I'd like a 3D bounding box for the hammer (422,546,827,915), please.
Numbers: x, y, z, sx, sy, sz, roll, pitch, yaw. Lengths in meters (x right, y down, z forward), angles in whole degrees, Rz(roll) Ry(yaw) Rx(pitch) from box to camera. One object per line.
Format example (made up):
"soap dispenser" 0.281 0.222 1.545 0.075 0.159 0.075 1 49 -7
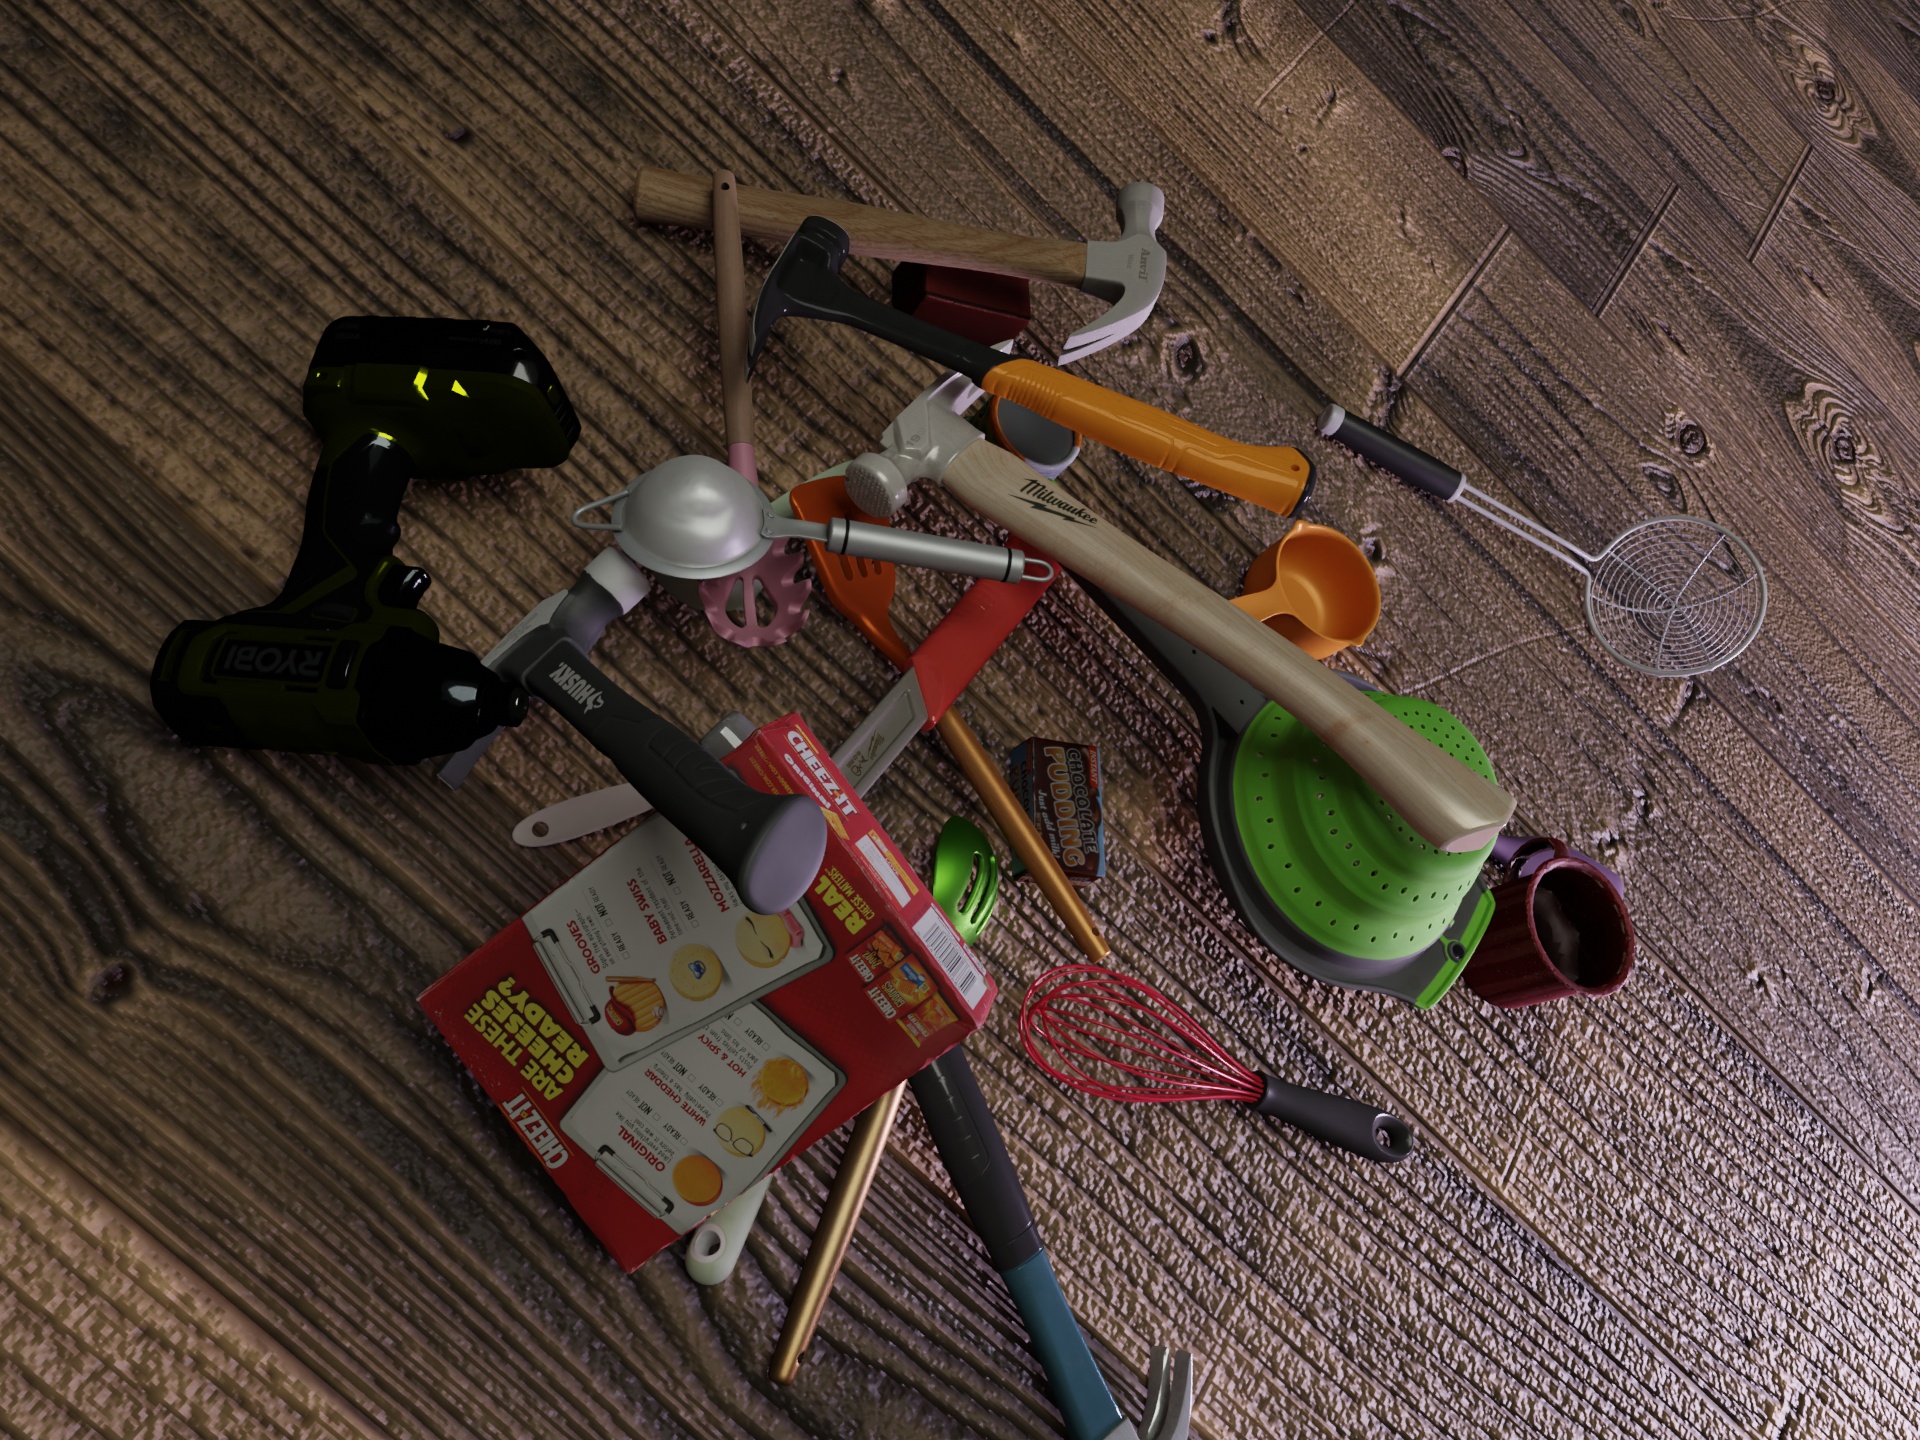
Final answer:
"hammer" -0.149 0.011 0.703 0.146 0.335 0.035 -45 123 -11

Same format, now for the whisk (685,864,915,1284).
"whisk" -0.083 0.172 0.826 0.058 0.059 0.246 13 62 20

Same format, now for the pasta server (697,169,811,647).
"pasta server" -0.125 -0.182 0.900 0.060 0.040 0.316 -1 71 -14

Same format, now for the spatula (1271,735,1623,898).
"spatula" 0.343 0.075 1.103 0.315 0.018 0.060 26 64 -18

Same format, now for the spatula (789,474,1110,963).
"spatula" -0.001 -0.003 0.922 0.081 0.041 0.323 -18 70 -49

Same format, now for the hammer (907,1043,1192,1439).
"hammer" 0.024 0.266 0.822 0.128 0.033 0.331 -25 93 -34

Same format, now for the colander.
"colander" 0.194 -0.008 0.944 0.397 0.094 0.204 46 57 -3

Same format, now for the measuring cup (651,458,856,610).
"measuring cup" -0.107 -0.125 0.933 0.167 0.038 0.083 -33 88 -31

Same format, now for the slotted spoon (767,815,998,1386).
"slotted spoon" -0.036 0.192 0.844 0.070 0.031 0.314 55 49 -50

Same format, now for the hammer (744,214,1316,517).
"hammer" 0.045 -0.187 0.915 0.337 0.034 0.127 21 51 -3

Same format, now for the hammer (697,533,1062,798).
"hammer" 0.000 -0.027 0.898 0.149 0.036 0.359 46 42 -6

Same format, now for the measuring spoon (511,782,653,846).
"measuring spoon" -0.178 0.044 0.846 0.124 0.018 0.034 -18 80 -25

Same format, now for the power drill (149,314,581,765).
"power drill" -0.272 -0.086 0.777 0.171 0.080 0.223 4 63 9

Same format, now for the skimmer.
"skimmer" 0.437 -0.149 1.200 0.363 0.090 0.127 25 92 -15

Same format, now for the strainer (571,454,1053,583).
"strainer" -0.073 -0.102 0.843 0.258 0.050 0.087 9 50 -13

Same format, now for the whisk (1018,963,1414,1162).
"whisk" 0.158 0.210 0.930 0.295 0.073 0.073 25 61 -25

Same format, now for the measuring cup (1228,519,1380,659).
"measuring cup" 0.203 -0.073 1.070 0.173 0.052 0.095 -19 80 -30

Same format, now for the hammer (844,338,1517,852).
"hammer" 0.137 -0.068 0.908 0.411 0.038 0.146 36 60 11

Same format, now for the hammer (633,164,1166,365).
"hammer" -0.036 -0.298 0.988 0.331 0.031 0.130 7 67 -6
